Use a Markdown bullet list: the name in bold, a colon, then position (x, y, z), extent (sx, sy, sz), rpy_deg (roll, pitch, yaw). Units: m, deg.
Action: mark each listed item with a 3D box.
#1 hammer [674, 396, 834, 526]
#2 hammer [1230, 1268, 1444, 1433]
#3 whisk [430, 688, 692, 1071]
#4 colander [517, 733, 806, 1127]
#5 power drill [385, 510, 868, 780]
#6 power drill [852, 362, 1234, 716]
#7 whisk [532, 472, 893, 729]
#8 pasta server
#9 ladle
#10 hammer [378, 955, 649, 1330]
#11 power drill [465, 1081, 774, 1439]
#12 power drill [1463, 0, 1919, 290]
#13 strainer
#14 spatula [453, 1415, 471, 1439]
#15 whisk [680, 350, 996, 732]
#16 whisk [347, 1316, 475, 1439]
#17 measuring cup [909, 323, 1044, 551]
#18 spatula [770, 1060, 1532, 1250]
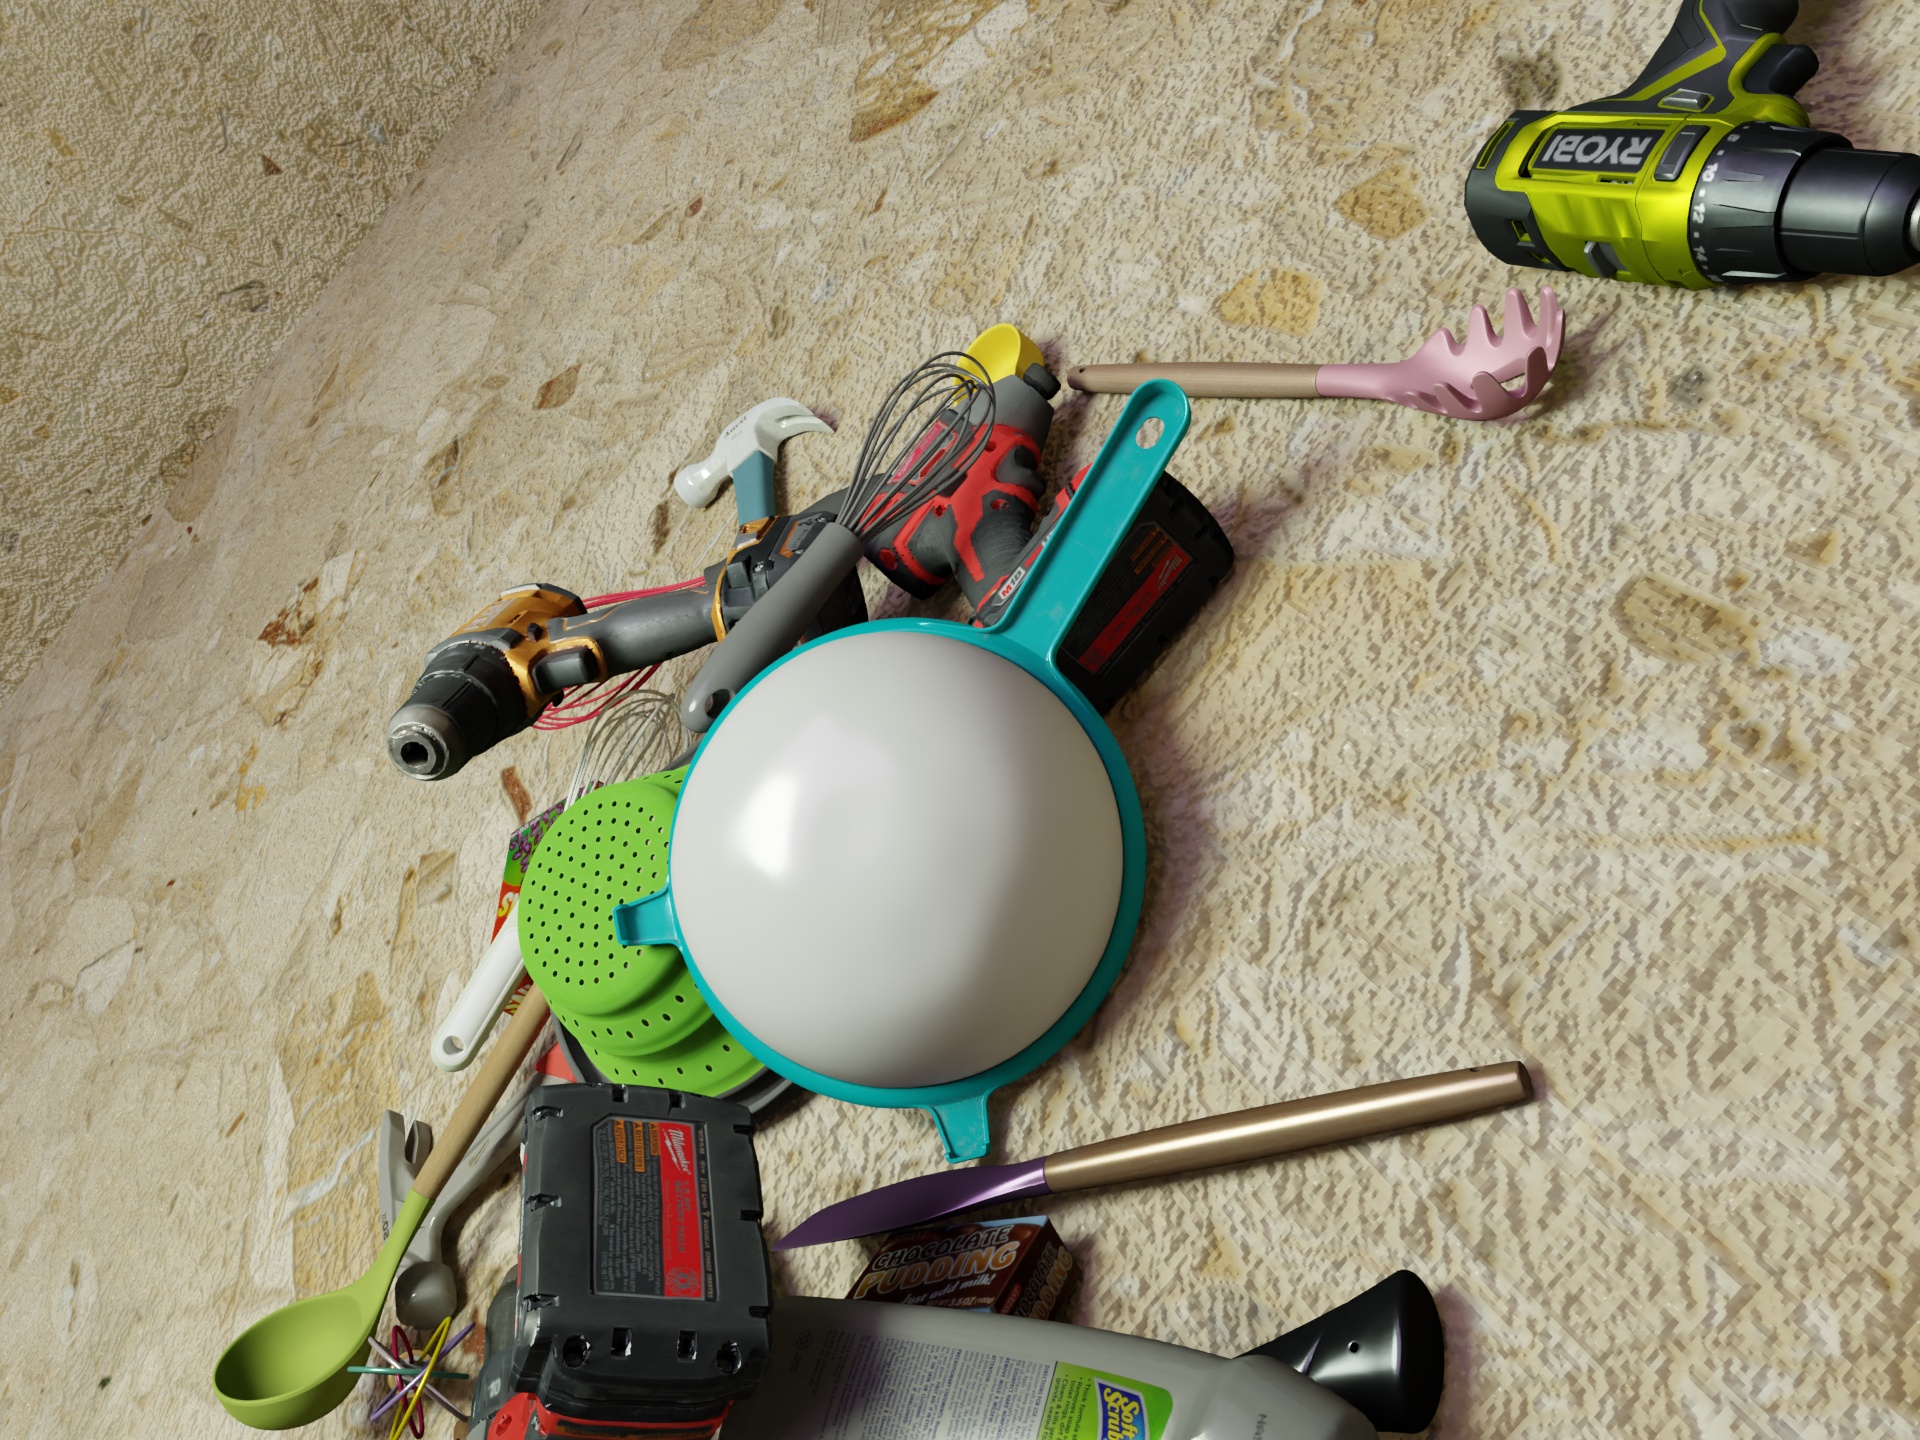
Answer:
- **hammer**: position (-0.126, -0.092, 1.004), extent (0.128, 0.033, 0.331), rpy_deg (-37, 40, 23)
- **hammer**: position (-0.009, 0.294, 0.567), extent (0.409, 0.036, 0.149), rpy_deg (-36, 39, 22)
- **whisk**: position (-0.226, 0.090, 0.891), extent (0.246, 0.058, 0.059), rpy_deg (-59, 2, -1)
- **colander**: position (-0.174, 0.169, 0.760), extent (0.205, 0.094, 0.397), rpy_deg (16, 80, 35)
- **power drill**: position (-0.174, -0.034, 0.826), extent (0.226, 0.084, 0.185), rpy_deg (-11, 21, 11)
- **power drill**: position (0.034, -0.103, 0.807), extent (0.143, 0.078, 0.220), rpy_deg (-50, 34, 4)
- **whisk**: position (-0.161, -0.072, 0.944), extent (0.296, 0.073, 0.073), rpy_deg (-27, 43, 17)
- **pasta server**: position (0.151, -0.169, 0.762), extent (0.060, 0.040, 0.316), rpy_deg (-50, 34, -16)
- **ladle**: position (-0.280, 0.222, 0.843), extent (0.078, 0.062, 0.320), rpy_deg (15, 71, 51)
- **hammer**: position (-0.197, 0.164, 0.872), extent (0.359, 0.036, 0.149), rpy_deg (-45, 37, 12)
- **power drill**: position (-0.143, 0.235, 0.593), extent (0.188, 0.080, 0.226), rpy_deg (-108, 35, -53)
- **power drill**: position (0.330, -0.269, 0.618), extent (0.228, 0.080, 0.191), rpy_deg (-57, 36, 0)
- **strainer**: position (-0.001, -0.002, 0.648), extent (0.211, 0.095, 0.340), rpy_deg (30, 89, 15)
- **spatula**: position (-0.181, 0.387, 0.611), extent (0.082, 0.044, 0.318), rpy_deg (-57, 31, 7)
- **whisk**: position (-0.057, -0.087, 0.758), extent (0.055, 0.055, 0.239), rpy_deg (9, 56, 50)
- **whisk**: position (-0.257, 0.307, 0.739), extent (0.245, 0.051, 0.047), rpy_deg (132, 132, -61)
- **measuring cup**: position (0.003, -0.155, 0.930), extent (0.062, 0.029, 0.156), rpy_deg (32, 98, 53)
- **spatula**: position (0.058, 0.165, 0.598), extent (0.316, 0.060, 0.018), rpy_deg (-21, 89, 31)
